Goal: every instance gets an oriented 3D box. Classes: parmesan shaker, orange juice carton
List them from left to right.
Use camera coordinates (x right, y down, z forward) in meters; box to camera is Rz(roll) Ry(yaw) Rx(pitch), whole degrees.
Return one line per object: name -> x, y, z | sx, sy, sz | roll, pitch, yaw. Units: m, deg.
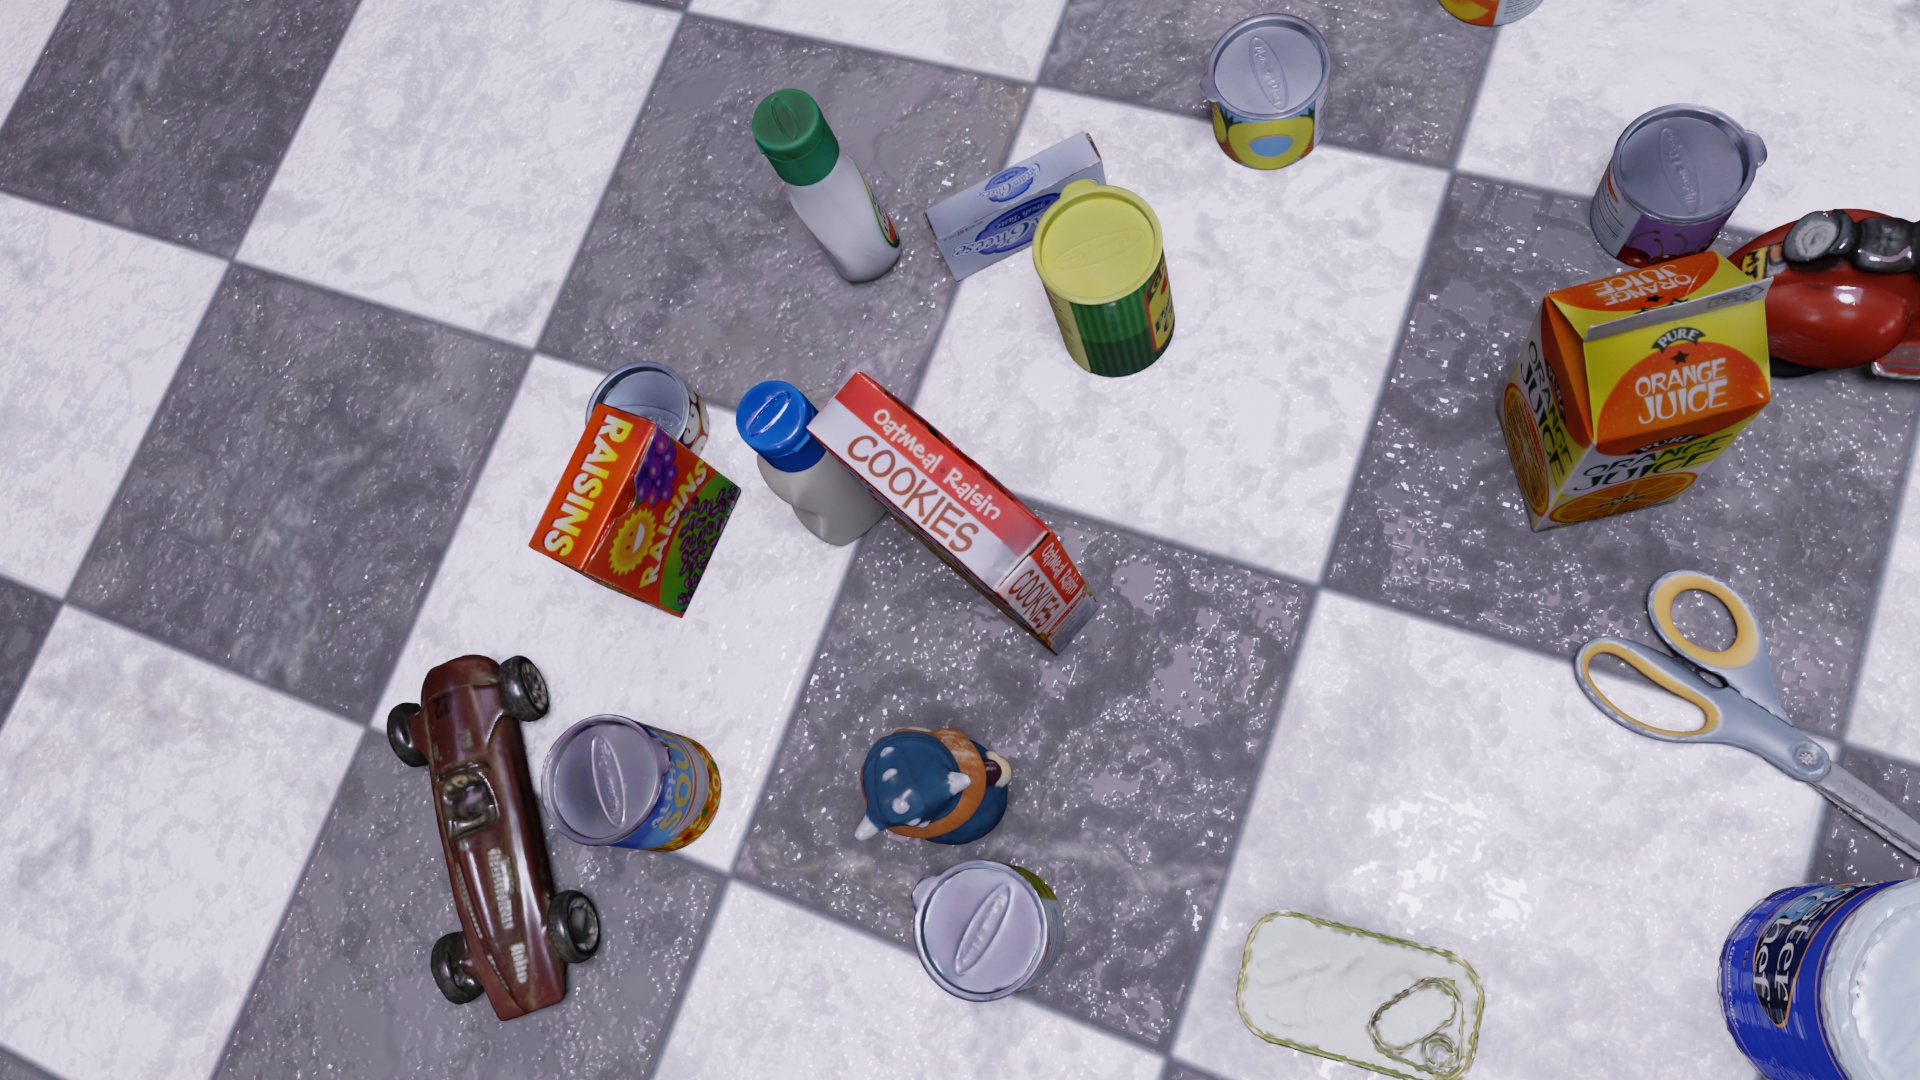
parmesan shaker -> 0.079, -0.139, 0.747 | 0.071, 0.103, 0.071 | -3, 74, 12
orange juice carton -> 0.301, -0.068, 0.629 | 0.072, 0.192, 0.073 | -13, 73, 9

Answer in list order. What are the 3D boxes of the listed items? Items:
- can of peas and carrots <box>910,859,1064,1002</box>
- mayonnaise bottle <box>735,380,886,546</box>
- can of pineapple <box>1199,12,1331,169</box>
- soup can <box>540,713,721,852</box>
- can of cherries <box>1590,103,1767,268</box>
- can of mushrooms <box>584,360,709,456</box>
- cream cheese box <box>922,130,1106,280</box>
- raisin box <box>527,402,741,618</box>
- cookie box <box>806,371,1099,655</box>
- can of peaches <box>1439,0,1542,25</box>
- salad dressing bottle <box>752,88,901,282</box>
can of peas and carrots -> 0.013, 0.193, 0.693 | 0.071, 0.058, 0.071 | -3, 74, 12
mayonnaise bottle -> -0.075, -0.042, 0.731 | 0.041, 0.148, 0.065 | 41, 87, 19
can of pineapple -> 0.172, -0.251, 0.781 | 0.071, 0.057, 0.071 | -3, 74, 12
soup can -> -0.170, 0.130, 0.739 | 0.071, 0.083, 0.071 | -3, 74, 12
can of cherries -> 0.368, -0.181, 0.716 | 0.071, 0.058, 0.071 | -3, 74, 12
can of mushrooms -> -0.186, -0.068, 0.824 | 0.071, 0.033, 0.071 | -3, 74, 12
cream cheese box -> 0.034, -0.191, 0.798 | 0.104, 0.053, 0.024 | -25, 71, 5
raisin box -> -0.173, -0.013, 0.758 | 0.040, 0.123, 0.086 | 22, 81, 18
cookie box -> 0.002, -0.009, 0.694 | 0.123, 0.167, 0.040 | 40, 87, 19
can of peaches -> 0.299, -0.333, 0.775 | 0.071, 0.058, 0.071 | -3, 74, 12
salad dressing bottle -> -0.074, -0.195, 0.774 | 0.044, 0.147, 0.064 | -28, 71, 4
